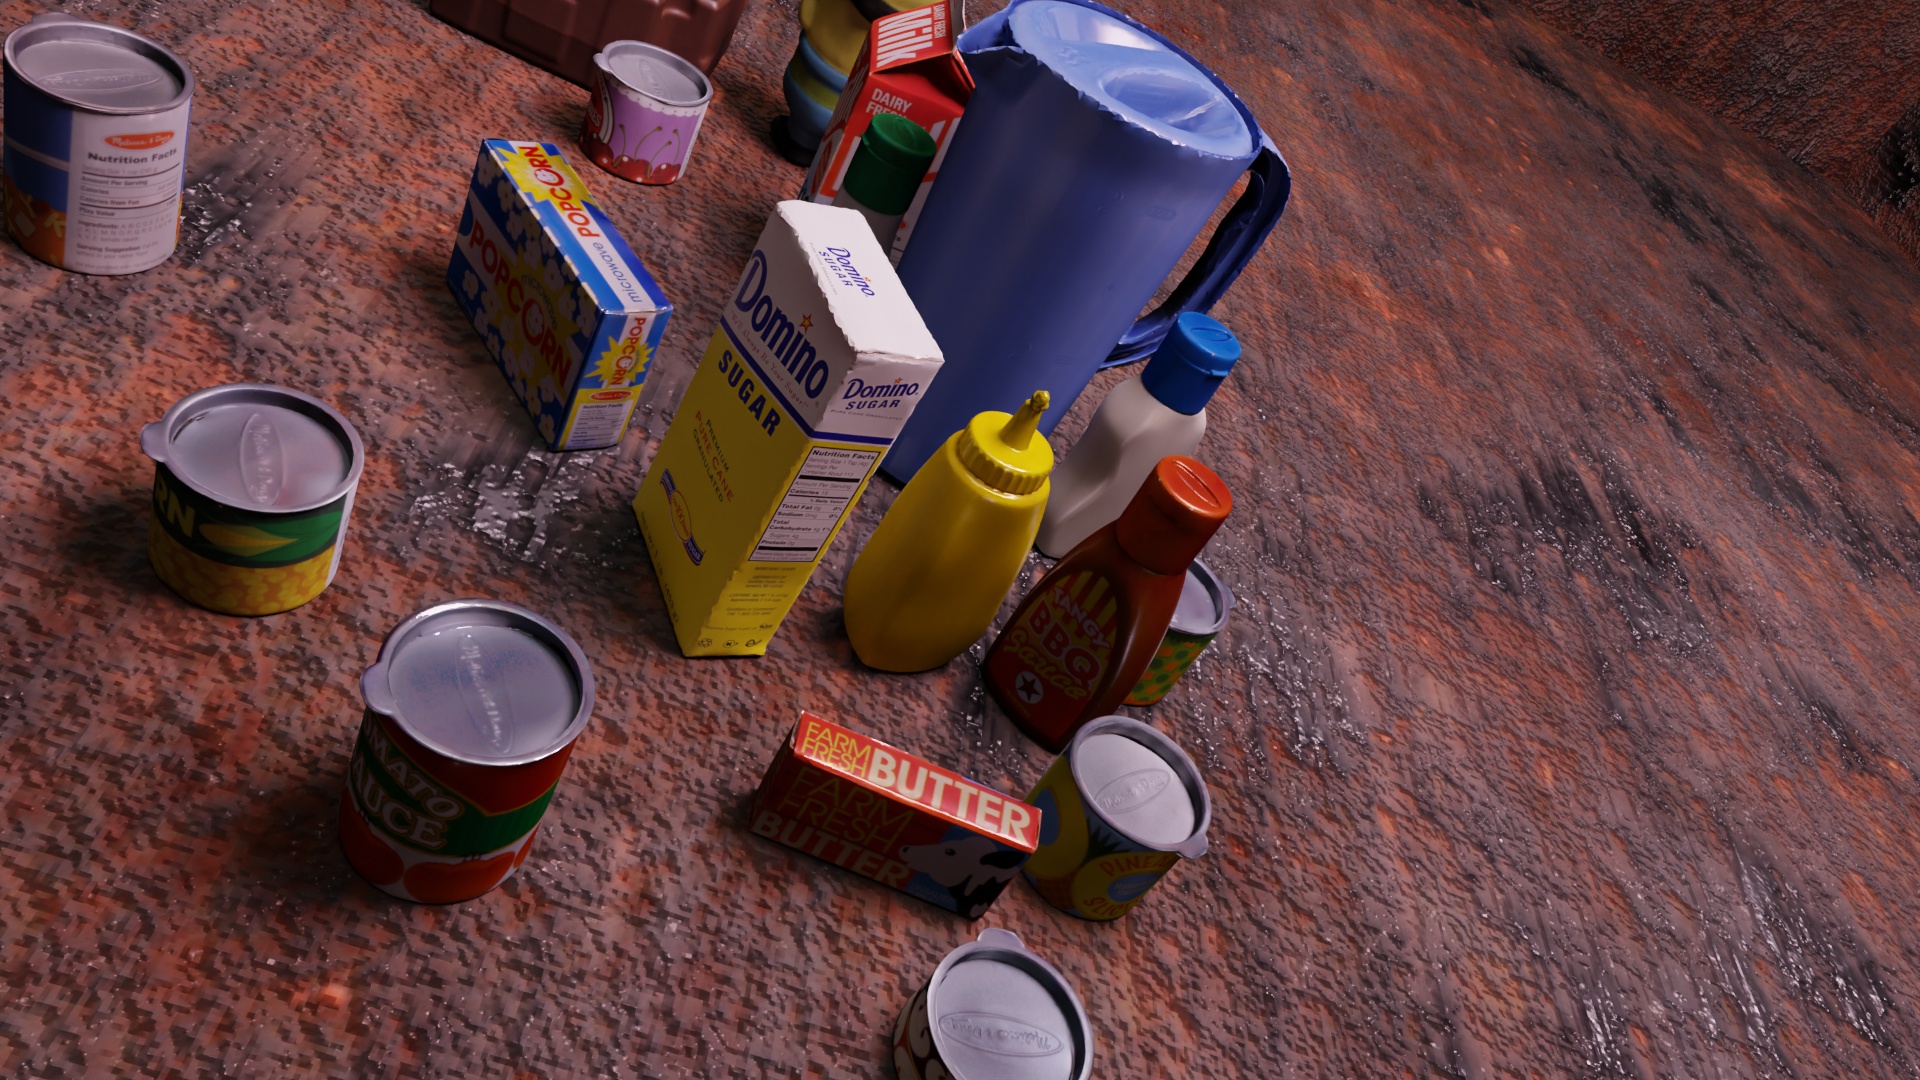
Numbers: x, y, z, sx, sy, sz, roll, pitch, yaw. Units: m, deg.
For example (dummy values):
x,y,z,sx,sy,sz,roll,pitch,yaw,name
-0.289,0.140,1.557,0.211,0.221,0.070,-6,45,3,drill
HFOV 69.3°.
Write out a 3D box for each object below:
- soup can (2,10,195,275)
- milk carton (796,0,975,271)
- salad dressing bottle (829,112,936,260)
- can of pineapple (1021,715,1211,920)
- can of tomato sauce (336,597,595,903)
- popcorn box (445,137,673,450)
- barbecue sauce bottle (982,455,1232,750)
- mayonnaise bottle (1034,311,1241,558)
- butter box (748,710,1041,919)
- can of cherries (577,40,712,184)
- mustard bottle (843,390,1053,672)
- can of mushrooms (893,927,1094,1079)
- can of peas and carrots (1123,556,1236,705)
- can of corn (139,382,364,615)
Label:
x,y,z,sx,sy,sz,roll,pitch,yaw,name
-0.365,-0.166,0.585,0.071,0.083,0.072,19,39,-16,soup can
-0.038,-0.217,0.783,0.073,0.189,0.073,18,39,-18,milk carton
-0.058,-0.152,0.731,0.044,0.147,0.064,8,43,-28,salad dressing bottle
0.063,0.118,0.584,0.071,0.057,0.071,19,39,-16,can of pineapple
-0.166,0.071,0.457,0.071,0.082,0.071,19,39,-16,can of tomato sauce
-0.190,-0.115,0.649,0.038,0.084,0.127,-12,55,-43,popcorn box
0.066,0.026,0.615,0.044,0.147,0.065,-19,60,-46,barbecue sauce bottle
0.091,-0.051,0.721,0.065,0.147,0.041,-1,48,-36,mayonnaise bottle
-0.026,0.108,0.538,0.103,0.052,0.024,24,37,-10,butter box
-0.191,-0.255,0.829,0.071,0.058,0.072,19,39,-16,can of cherries
0.002,-0.008,0.599,0.065,0.159,0.049,2,46,-34,mustard bottle
0.012,0.179,0.500,0.071,0.033,0.071,19,39,-16,can of mushrooms
0.093,0.040,0.693,0.071,0.058,0.071,19,39,-16,can of peas and carrots
-0.261,-0.015,0.508,0.071,0.058,0.071,19,39,-16,can of corn
